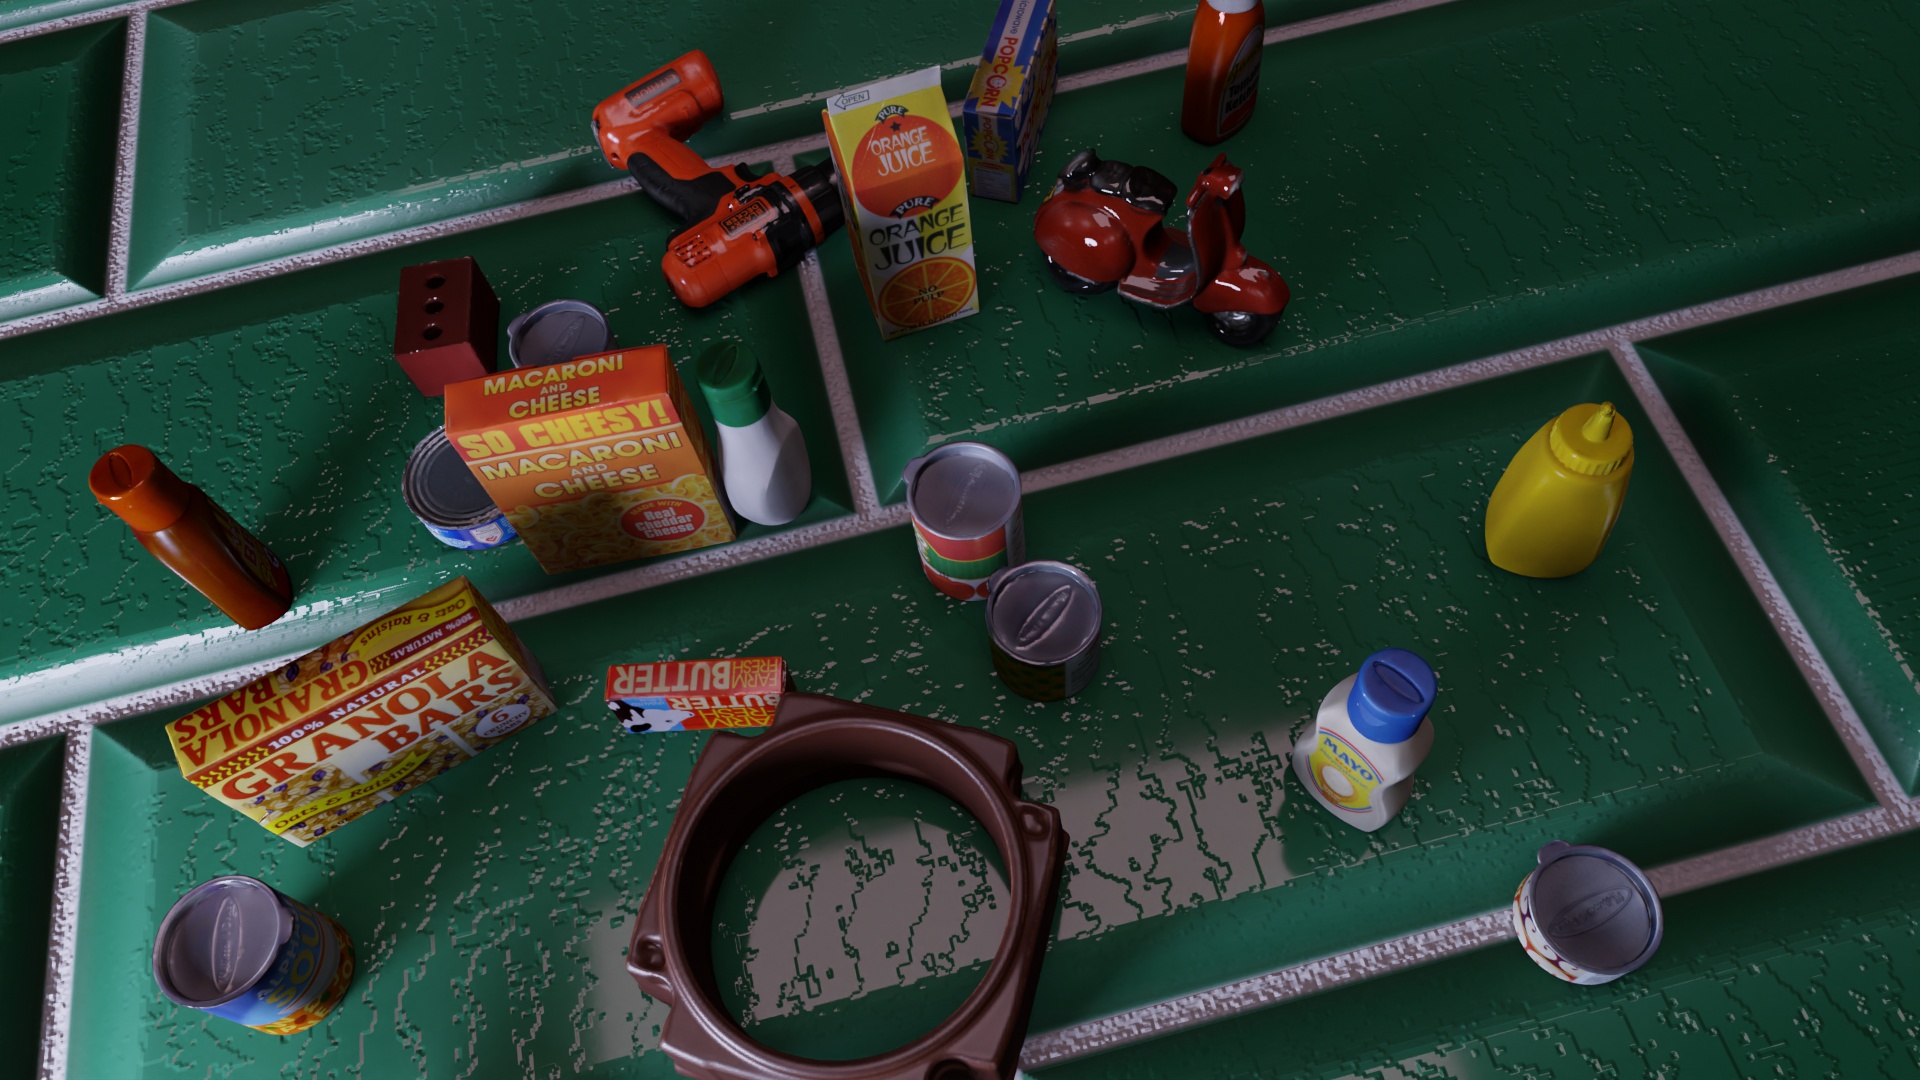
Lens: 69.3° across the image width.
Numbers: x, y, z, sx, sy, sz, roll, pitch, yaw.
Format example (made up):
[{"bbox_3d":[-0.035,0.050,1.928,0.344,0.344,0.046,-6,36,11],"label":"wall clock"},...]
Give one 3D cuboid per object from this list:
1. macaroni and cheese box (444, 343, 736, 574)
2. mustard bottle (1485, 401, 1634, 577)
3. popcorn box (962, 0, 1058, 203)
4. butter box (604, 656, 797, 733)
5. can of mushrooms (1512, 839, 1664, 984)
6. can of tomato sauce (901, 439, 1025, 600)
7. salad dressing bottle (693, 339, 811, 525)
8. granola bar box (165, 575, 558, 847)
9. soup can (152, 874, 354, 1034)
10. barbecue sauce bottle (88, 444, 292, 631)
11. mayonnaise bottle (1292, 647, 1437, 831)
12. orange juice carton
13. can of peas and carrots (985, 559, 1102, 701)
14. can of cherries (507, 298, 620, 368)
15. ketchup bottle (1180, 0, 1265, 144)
[{"bbox_3d":[-0.212,-0.044,0.818,0.124,0.165,0.040,-11,61,-1],"label":"macaroni and cheese box"},{"bbox_3d":[0.338,-0.033,0.770,0.065,0.159,0.049,9,63,10],"label":"mustard bottle"},{"bbox_3d":[0.038,-0.320,0.997,0.038,0.085,0.127,11,63,11],"label":"popcorn box"},{"bbox_3d":[-0.148,0.090,0.803,0.103,0.053,0.024,-3,61,3],"label":"butter box"},{"bbox_3d":[0.322,0.192,0.719,0.071,0.033,0.071,-2,61,4],"label":"can of mushrooms"},{"bbox_3d":[0.003,-0.010,0.829,0.071,0.082,0.071,-2,61,4],"label":"can of tomato sauce"},{"bbox_3d":[-0.124,-0.063,0.832,0.044,0.147,0.064,15,64,13],"label":"salad dressing bottle"},{"bbox_3d":[-0.323,0.098,0.772,0.166,0.123,0.039,-29,63,-11],"label":"granola bar box"},{"bbox_3d":[-0.367,0.219,0.732,0.071,0.083,0.071,-2,61,4],"label":"soup can"},{"bbox_3d":[-0.456,-0.003,0.826,0.044,0.148,0.065,-32,64,-12],"label":"barbecue sauce bottle"},{"bbox_3d":[0.210,0.101,0.713,0.041,0.147,0.065,-41,66,-16],"label":"mayonnaise bottle"},{"bbox_3d":[-0.037,-0.220,0.887,0.072,0.191,0.073,-18,61,-5],"label":"orange juice carton"},{"bbox_3d":[0.047,0.052,0.805,0.071,0.058,0.071,-2,61,4],"label":"can of peas and carrots"},{"bbox_3d":[-0.260,-0.119,0.925,0.071,0.058,0.072,-2,61,4],"label":"can of cherries"},{"bbox_3d":[0.185,-0.349,0.965,0.043,0.148,0.065,36,70,22],"label":"ketchup bottle"}]
